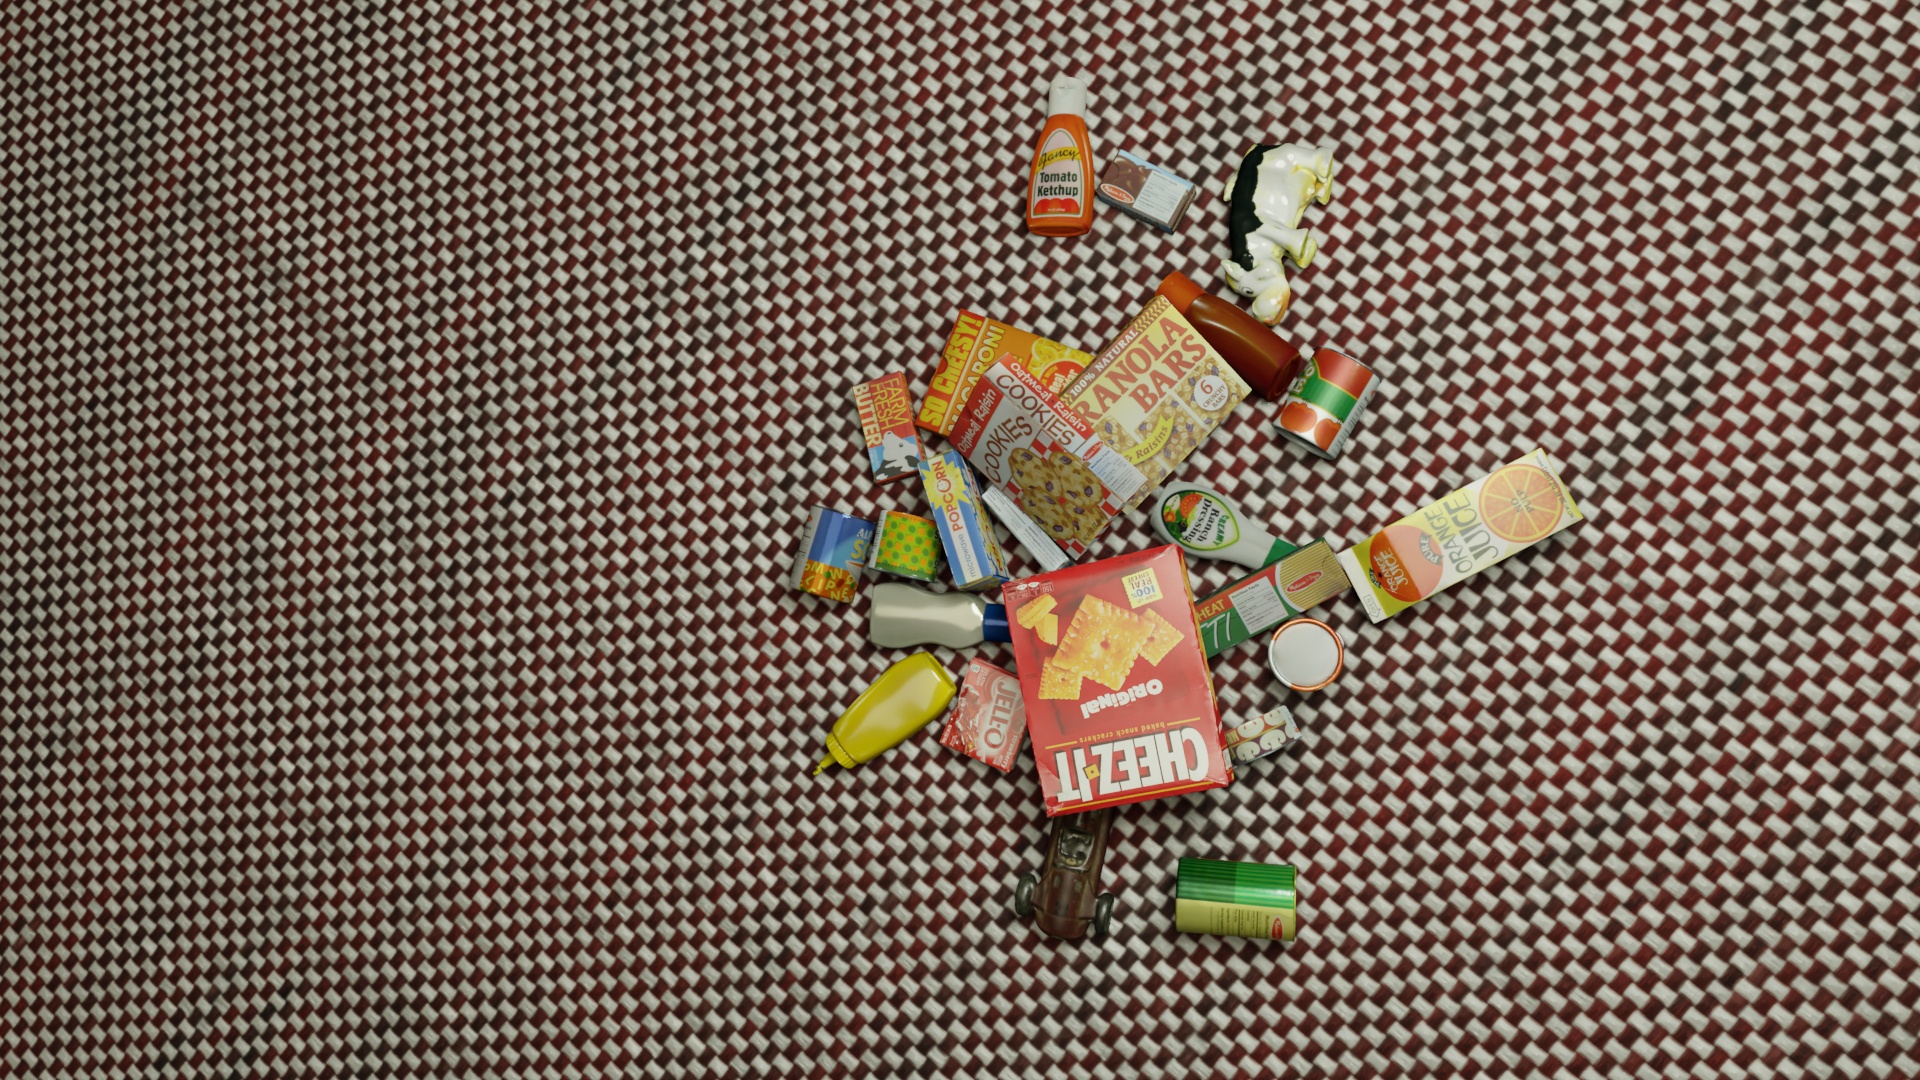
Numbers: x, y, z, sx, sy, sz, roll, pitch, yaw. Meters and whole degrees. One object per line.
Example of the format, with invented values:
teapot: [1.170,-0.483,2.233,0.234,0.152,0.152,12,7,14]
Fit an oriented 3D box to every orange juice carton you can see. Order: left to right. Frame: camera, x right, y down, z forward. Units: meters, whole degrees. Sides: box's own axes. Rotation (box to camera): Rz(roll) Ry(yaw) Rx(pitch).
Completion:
orange juice carton: [0.435,-0.002,1.224,0.192,0.073,0.072,-28,79,8]

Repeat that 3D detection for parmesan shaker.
parmesan shaker: [0.245,0.316,1.233,0.103,0.071,0.071,2,85,13]

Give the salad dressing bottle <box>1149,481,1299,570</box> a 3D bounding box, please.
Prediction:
salad dressing bottle: [0.250,-0.003,1.279,0.148,0.044,0.064,26,92,11]

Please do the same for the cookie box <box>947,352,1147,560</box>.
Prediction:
cookie box: [0.073,-0.073,1.245,0.167,0.122,0.040,43,61,7]

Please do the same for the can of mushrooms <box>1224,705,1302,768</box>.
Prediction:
can of mushrooms: [0.267,0.177,1.244,0.071,0.071,0.033,-26,79,9]

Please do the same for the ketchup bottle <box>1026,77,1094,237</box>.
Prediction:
ketchup bottle: [0.100,-0.372,1.350,0.065,0.043,0.149,3,84,14]

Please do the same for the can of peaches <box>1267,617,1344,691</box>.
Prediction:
can of peaches: [0.312,0.102,1.247,0.071,0.058,0.071,-1,84,13]

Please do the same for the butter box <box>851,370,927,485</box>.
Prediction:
butter box: [-0.069,-0.111,1.368,0.053,0.024,0.103,-16,81,11]

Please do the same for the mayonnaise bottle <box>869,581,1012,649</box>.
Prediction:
mayonnaise bottle: [-0.011,0.075,1.329,0.148,0.041,0.064,4,90,11]

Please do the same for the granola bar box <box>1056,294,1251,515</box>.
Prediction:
granola bar box: [0.166,-0.124,1.284,0.165,0.039,0.124,-45,96,-4]

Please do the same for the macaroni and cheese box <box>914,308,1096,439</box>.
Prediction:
macaroni and cheese box: [0.055,-0.138,1.336,0.166,0.040,0.123,22,89,13]

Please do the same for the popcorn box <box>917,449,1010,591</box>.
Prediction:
popcorn box: [0.005,-0.016,1.311,0.038,0.085,0.127,-20,81,12]

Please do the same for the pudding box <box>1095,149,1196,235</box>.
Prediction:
pudding box: [0.179,-0.335,1.336,0.084,0.030,0.049,29,92,13]

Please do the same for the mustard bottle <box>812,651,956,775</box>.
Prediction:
mustard bottle: [-0.080,0.173,1.329,0.160,0.049,0.065,-38,80,7]

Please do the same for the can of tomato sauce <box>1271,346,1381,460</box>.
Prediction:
can of tomato sauce: [0.330,-0.125,1.263,0.071,0.071,0.083,31,92,13]

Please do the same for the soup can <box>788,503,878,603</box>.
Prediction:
soup can: [-0.122,0.014,1.346,0.071,0.071,0.083,16,89,13]

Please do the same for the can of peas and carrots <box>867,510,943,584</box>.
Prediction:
can of peas and carrots: [-0.048,0.007,1.331,0.071,0.071,0.058,11,87,13]

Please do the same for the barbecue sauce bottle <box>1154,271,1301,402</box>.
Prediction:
barbecue sauce bottle: [0.246,-0.194,1.292,0.044,0.064,0.149,-40,68,-19]

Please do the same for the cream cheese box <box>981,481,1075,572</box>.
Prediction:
cream cheese box: [0.064,-0.009,1.314,0.024,0.053,0.104,-42,78,4]

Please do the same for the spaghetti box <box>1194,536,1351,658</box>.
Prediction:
spaghetti box: [0.229,0.075,1.259,0.249,0.029,0.050,-29,90,18]
